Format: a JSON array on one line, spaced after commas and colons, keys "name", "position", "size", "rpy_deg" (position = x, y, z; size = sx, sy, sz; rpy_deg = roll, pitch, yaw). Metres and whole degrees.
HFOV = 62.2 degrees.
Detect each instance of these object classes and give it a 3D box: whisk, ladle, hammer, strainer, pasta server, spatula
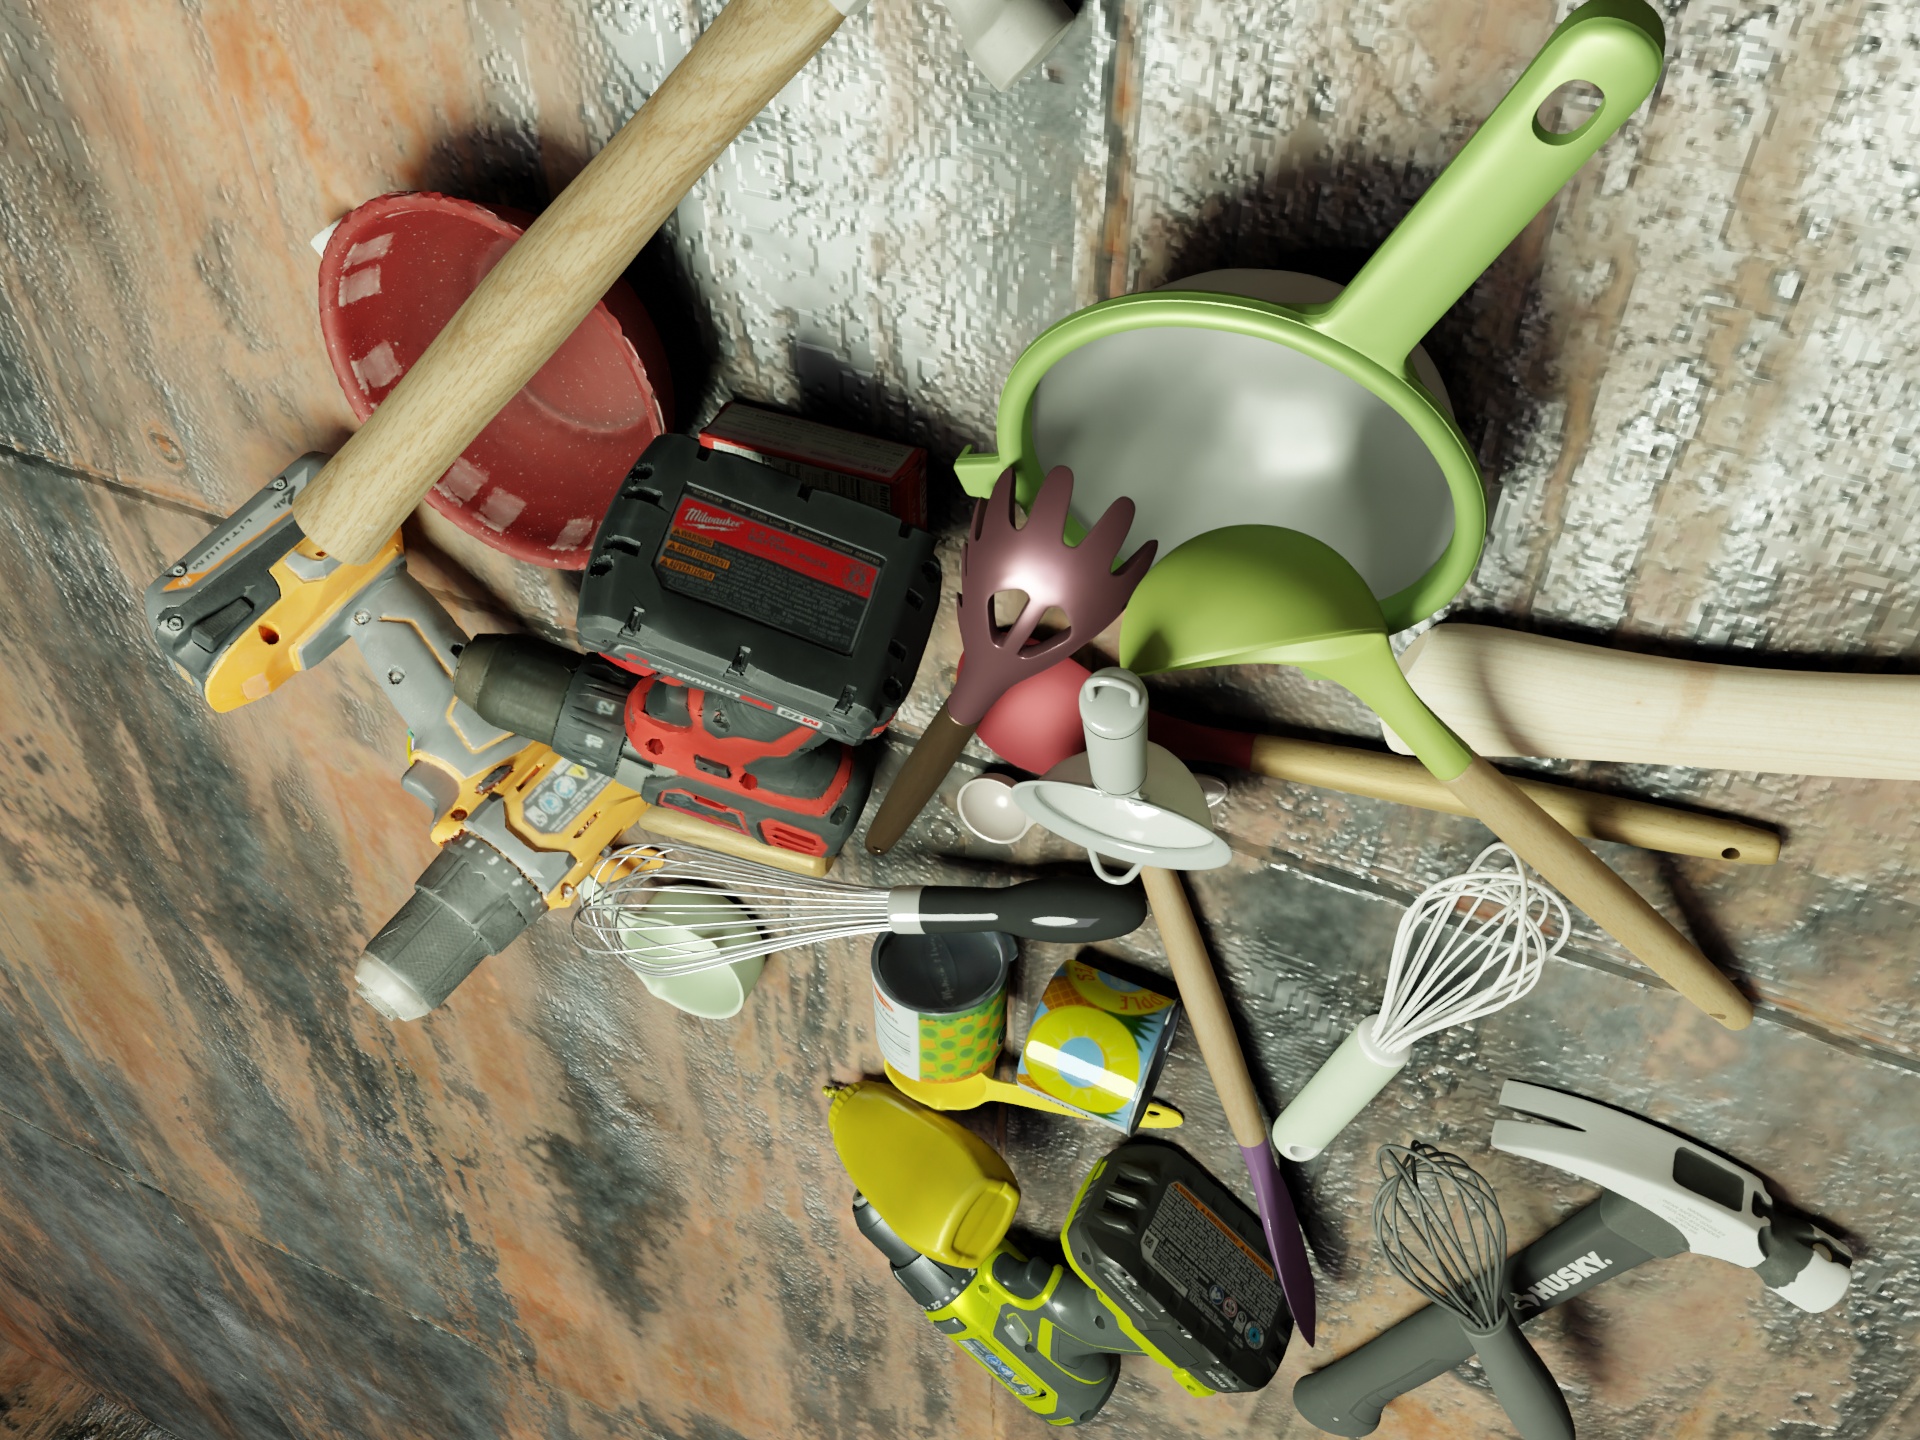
[{"name": "whisk", "position": [-0.053, 0.087, 0.742], "size": [0.284, 0.070, 0.070], "rpy_deg": [-2, 128, 18]}, {"name": "ladle", "position": [0.175, 0.038, 0.525], "size": [0.320, 0.062, 0.078], "rpy_deg": [36, 155, -27]}, {"name": "whisk", "position": [0.181, 0.130, 0.667], "size": [0.058, 0.059, 0.246], "rpy_deg": [12, 142, -5]}, {"name": "hammer", "position": [0.249, 0.283, 0.770], "size": [0.146, 0.035, 0.334], "rpy_deg": [31, 138, 3]}, {"name": "hammer", "position": [0.333, 0.010, 0.468], "size": [0.411, 0.038, 0.146], "rpy_deg": [2, 130, 31]}, {"name": "strainer", "position": [0.056, 0.016, 0.537], "size": [0.087, 0.050, 0.258], "rpy_deg": [15, 170, 10]}, {"name": "whisk", "position": [0.235, 0.264, 0.703], "size": [0.055, 0.055, 0.238], "rpy_deg": [-7, 130, 36]}, {"name": "strainer", "position": [0.108, -0.113, 0.448], "size": [0.151, 0.069, 0.256], "rpy_deg": [28, 150, -6]}, {"name": "pasta server", "position": [-0.001, -0.002, 0.622], "size": [0.060, 0.040, 0.316], "rpy_deg": [26, 156, -3]}, {"name": "whisk", "position": [-0.178, 0.035, 0.810], "size": [0.245, 0.047, 0.051], "rpy_deg": [15, 146, 15]}, {"name": "ladle", "position": [0.138, 0.017, 0.605], "size": [0.315, 0.031, 0.069], "rpy_deg": [11, 132, 22]}, {"name": "spatula", "position": [0.129, 0.178, 0.743], "size": [0.018, 0.060, 0.315], "rpy_deg": [-12, 117, 19]}, {"name": "hammer", "position": [-0.125, -0.163, 0.529], "size": [0.331, 0.031, 0.130], "rpy_deg": [-37, 103, 27]}]

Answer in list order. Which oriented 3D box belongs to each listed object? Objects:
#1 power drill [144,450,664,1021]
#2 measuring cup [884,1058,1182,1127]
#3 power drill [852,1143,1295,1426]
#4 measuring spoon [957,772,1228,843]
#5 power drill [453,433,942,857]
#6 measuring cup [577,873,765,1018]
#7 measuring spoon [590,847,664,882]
[{"name": "power drill", "position": [-0.264, 0.009, 0.732], "size": [0.226, 0.185, 0.084], "rpy_deg": [40, 156, -2]}, {"name": "measuring cup", "position": [0.039, 0.184, 0.826], "size": [0.156, 0.029, 0.062], "rpy_deg": [8, 135, 10]}, {"name": "power drill", "position": [0.055, 0.308, 0.885], "size": [0.190, 0.080, 0.228], "rpy_deg": [45, 139, -9]}, {"name": "measuring spoon", "position": [0.056, 0.031, 0.680], "size": [0.124, 0.018, 0.034], "rpy_deg": [-7, 118, 28]}, {"name": "power drill", "position": [-0.112, -0.021, 0.634], "size": [0.188, 0.080, 0.226], "rpy_deg": [20, 157, -7]}, {"name": "measuring cup", "position": [-0.175, 0.093, 0.862], "size": [0.167, 0.038, 0.083], "rpy_deg": [43, 137, -6]}, {"name": "measuring spoon", "position": [-0.207, 0.081, 0.891], "size": [0.117, 0.011, 0.021], "rpy_deg": [-11, 128, 34]}]
